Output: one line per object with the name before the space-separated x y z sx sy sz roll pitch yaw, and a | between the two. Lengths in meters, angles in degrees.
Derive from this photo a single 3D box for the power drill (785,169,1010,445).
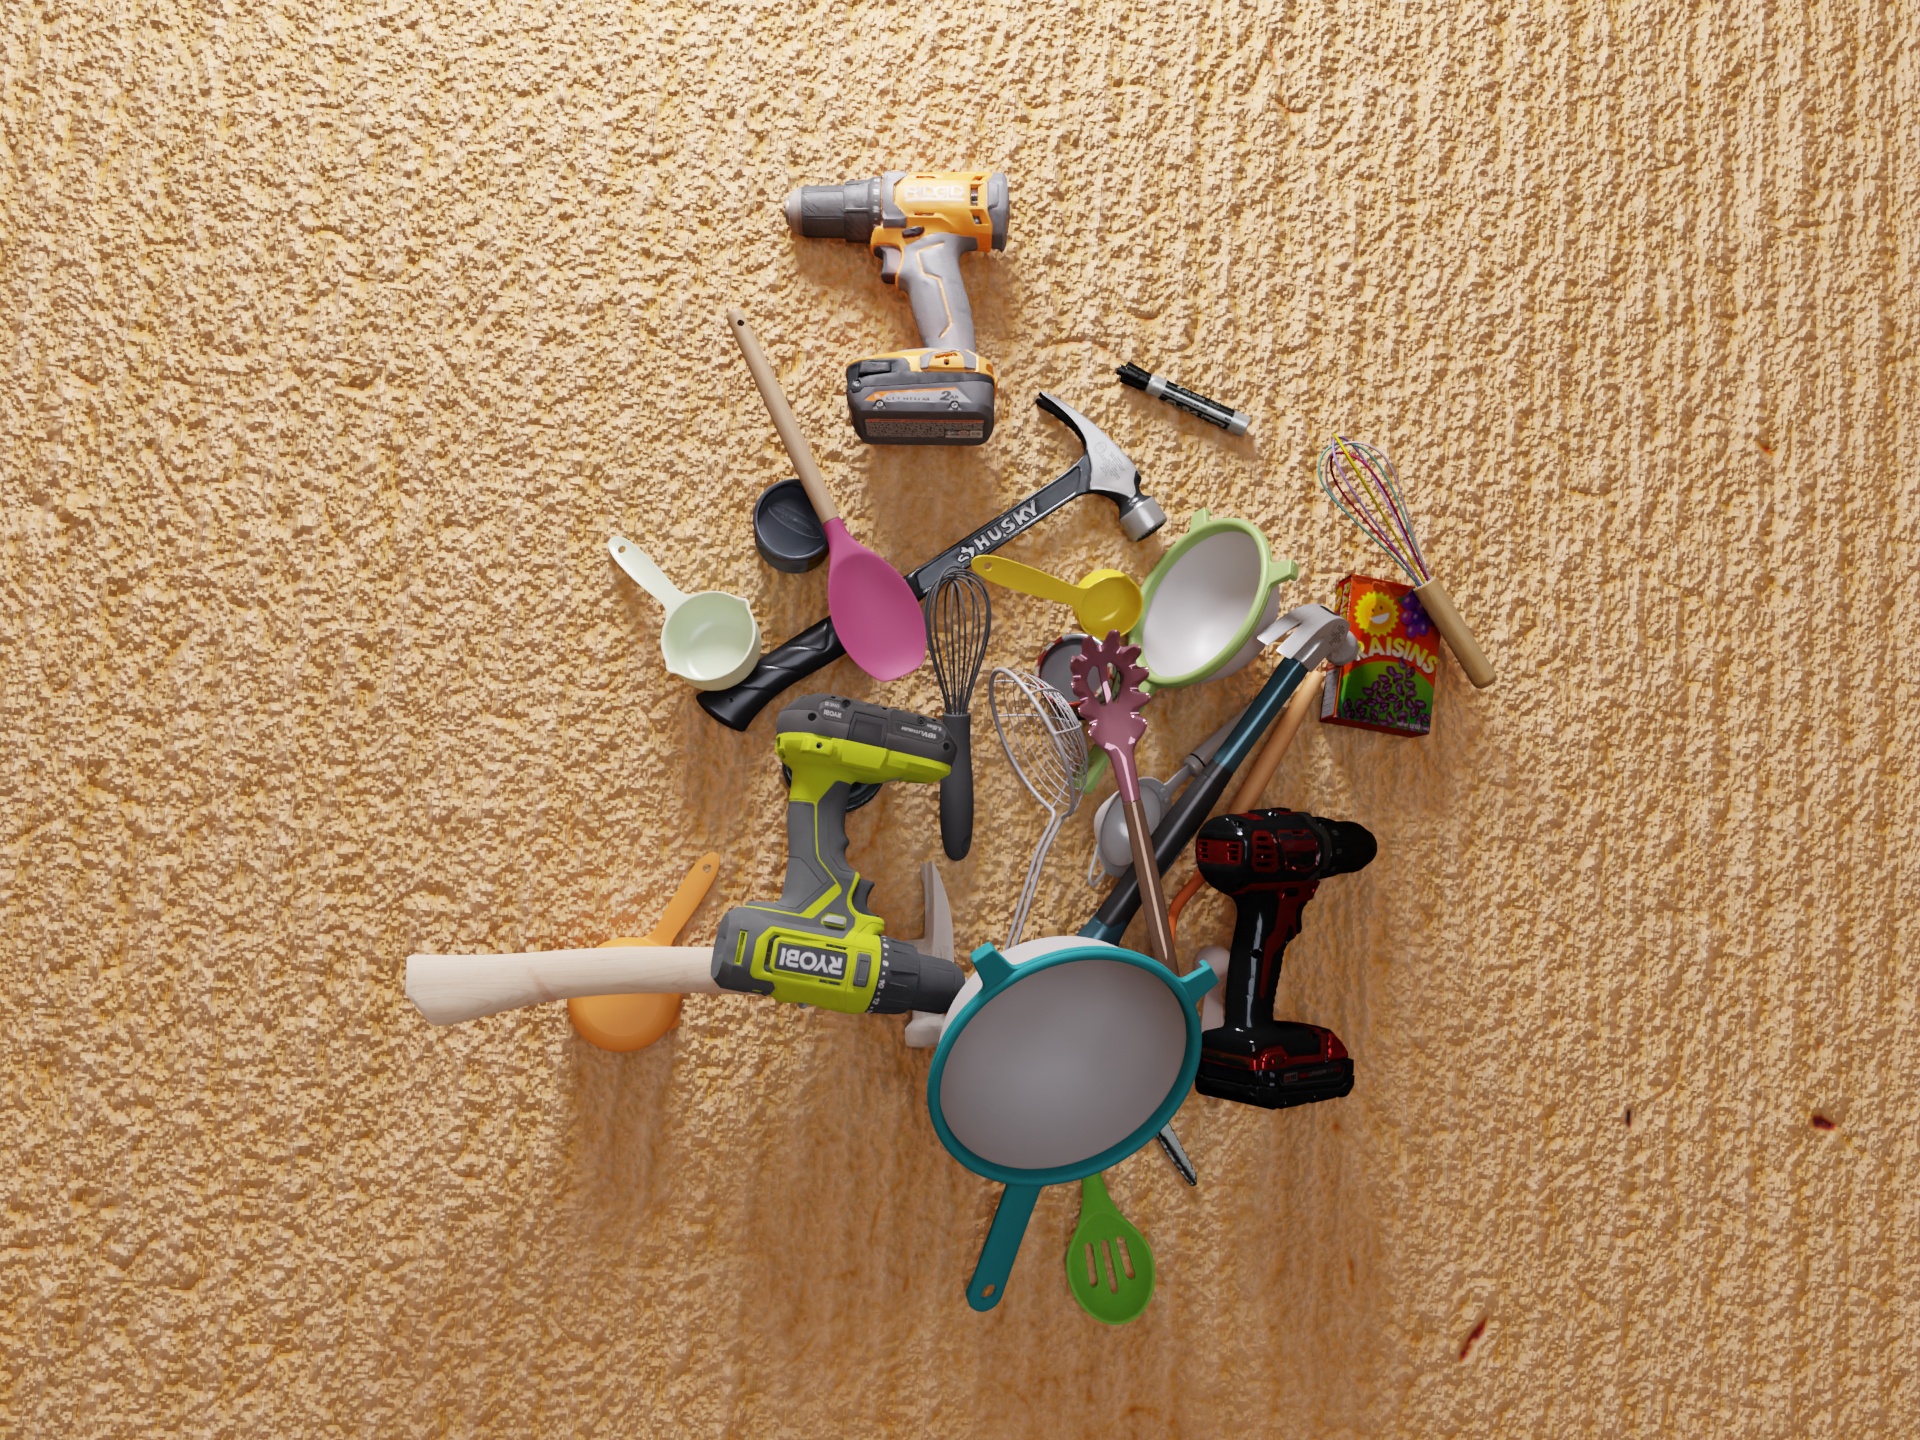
power drill | -0.053 -0.343 1.296 0.185 0.084 0.226 1 77 0

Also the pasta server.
pasta server | 0.138 0.089 1.218 0.060 0.040 0.316 -11 87 -2

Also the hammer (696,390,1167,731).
hammer | -0.035 -0.117 1.299 0.409 0.036 0.149 -33 88 -9

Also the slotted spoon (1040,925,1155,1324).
slotted spoon | 0.098 0.319 1.265 0.070 0.031 0.314 -10 88 -1

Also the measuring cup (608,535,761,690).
measuring cup | -0.224 -0.089 1.268 0.083 0.038 0.168 -43 67 -9

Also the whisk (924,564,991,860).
whisk | -0.002 -0.004 1.270 0.055 0.055 0.239 -1 100 -7

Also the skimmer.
skimmer | 0.022 0.143 1.251 0.090 0.127 0.363 16 91 -22

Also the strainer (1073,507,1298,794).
strainer | 0.183 -0.040 1.296 0.069 0.152 0.256 27 101 -31

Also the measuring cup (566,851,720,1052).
measuring cup | -0.237 0.177 1.233 0.095 0.052 0.173 32 83 -3

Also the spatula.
spatula | 0.227 0.098 1.304 0.041 0.081 0.323 28 76 15

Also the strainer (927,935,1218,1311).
strainer | 0.050 0.295 1.218 0.211 0.095 0.340 8 114 -21

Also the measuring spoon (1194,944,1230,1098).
measuring spoon | 0.208 0.247 1.299 0.034 0.018 0.124 3 84 -7

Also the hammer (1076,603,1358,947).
hammer | 0.201 0.048 1.266 0.033 0.128 0.331 37 93 29

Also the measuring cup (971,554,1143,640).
measuring cup | 0.076 -0.110 1.291 0.156 0.029 0.062 16 110 -22

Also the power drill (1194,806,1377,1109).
power drill | 0.265 0.182 1.266 0.187 0.080 0.227 2 88 -40

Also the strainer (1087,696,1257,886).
strainer | 0.185 0.043 1.308 0.258 0.050 0.086 -39 130 -16

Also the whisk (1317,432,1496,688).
whisk | 0.369 -0.130 1.305 0.051 0.047 0.245 -34 95 -13

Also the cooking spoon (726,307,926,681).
cooking spoon | -0.112 -0.179 1.245 0.069 0.017 0.319 -25 87 -11

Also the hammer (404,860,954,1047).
hammer | -0.202 0.180 1.201 0.410 0.038 0.146 2 80 -20

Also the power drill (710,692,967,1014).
power drill | -0.074 0.108 1.203 0.190 0.080 0.228 13 78 -16
